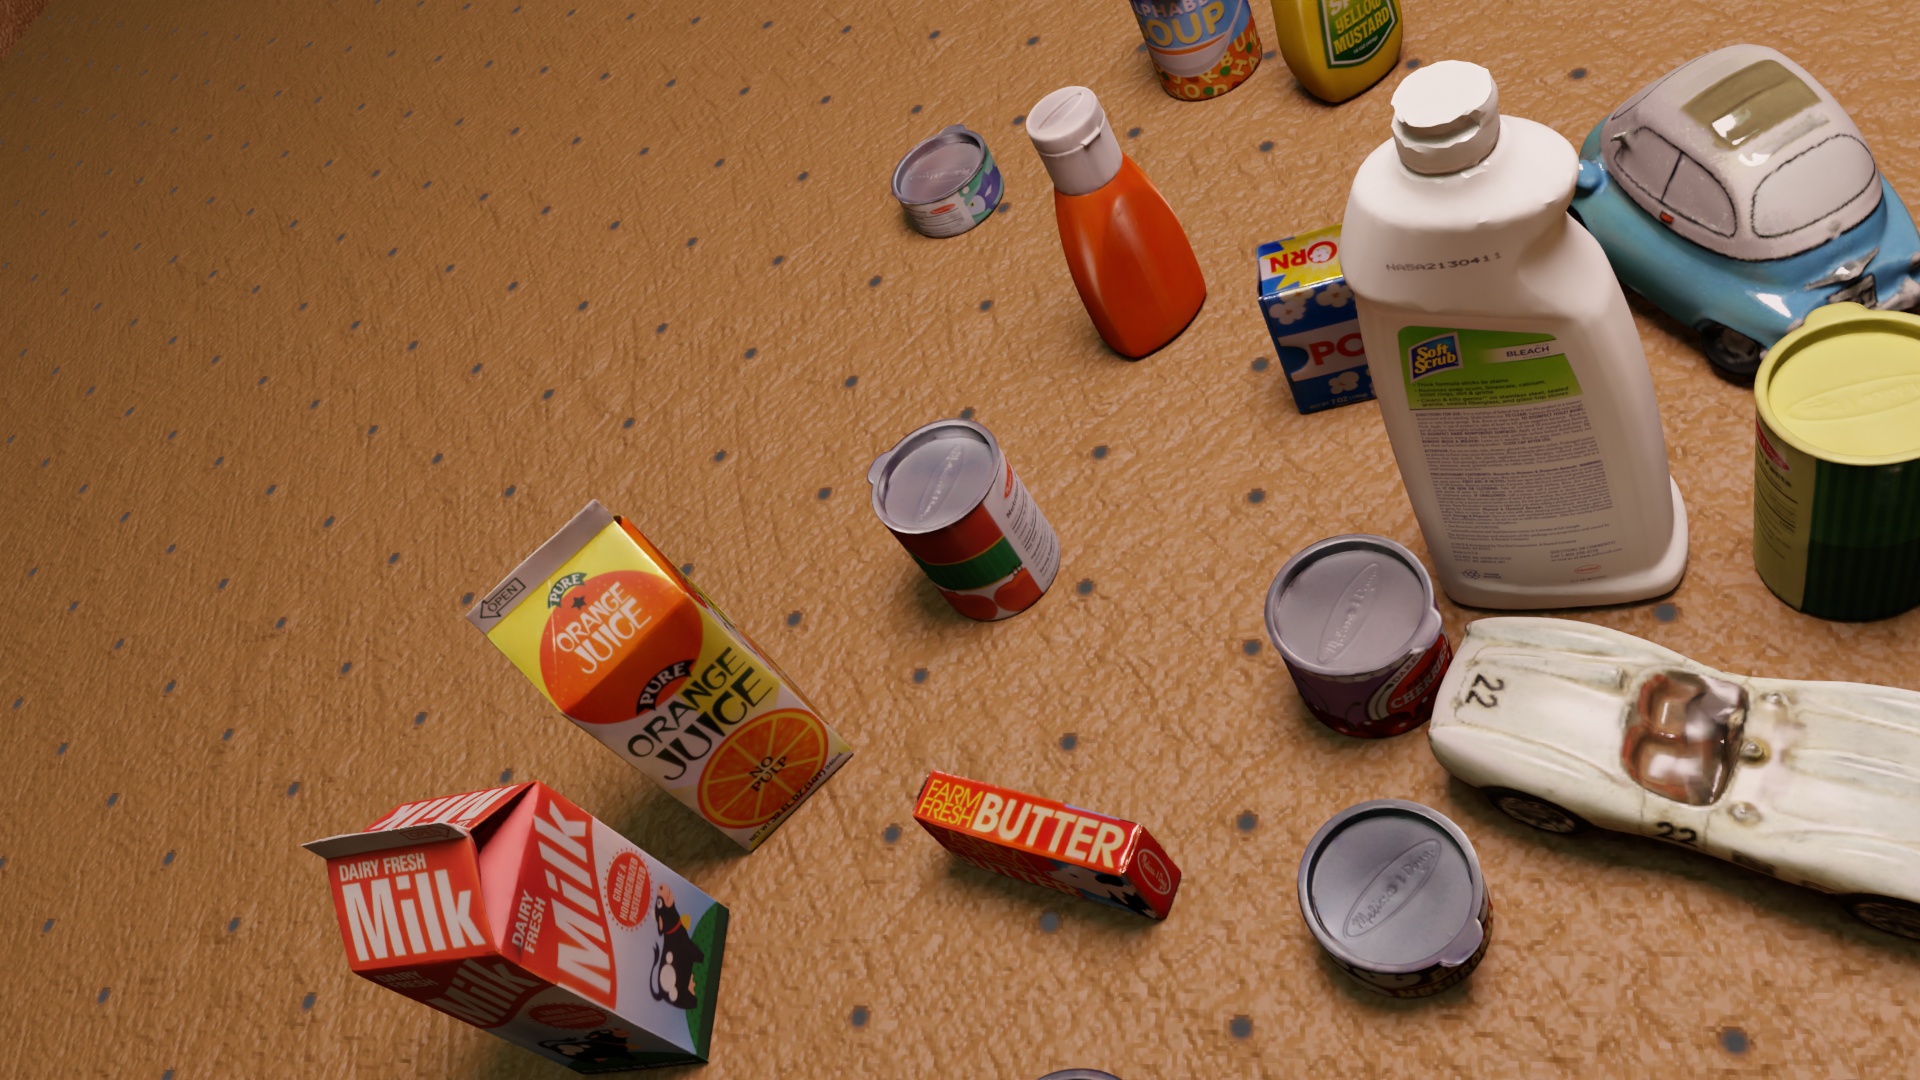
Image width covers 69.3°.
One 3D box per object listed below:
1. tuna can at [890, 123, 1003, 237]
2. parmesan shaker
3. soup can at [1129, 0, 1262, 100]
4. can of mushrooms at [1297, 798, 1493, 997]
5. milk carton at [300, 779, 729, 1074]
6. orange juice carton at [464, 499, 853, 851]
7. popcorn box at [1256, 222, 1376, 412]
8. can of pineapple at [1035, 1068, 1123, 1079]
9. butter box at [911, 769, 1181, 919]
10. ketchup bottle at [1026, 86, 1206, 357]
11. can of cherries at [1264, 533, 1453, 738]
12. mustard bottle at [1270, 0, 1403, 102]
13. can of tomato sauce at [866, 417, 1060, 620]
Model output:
[{"bbox_3d":[-0.007,-0.229,0.885,0.071,0.032,0.071,-15,51,19],"label":"tuna can"},{"bbox_3d":[0.324,-0.026,0.502,0.071,0.102,0.071,-15,51,19],"label":"parmesan shaker"},{"bbox_3d":[0.139,-0.317,0.837,0.071,0.083,0.072,-15,51,19],"label":"soup can"},{"bbox_3d":[0.163,0.135,0.516,0.071,0.033,0.071,-15,51,19],"label":"can of mushrooms"},{"bbox_3d":[-0.179,0.159,0.579,0.072,0.190,0.074,-13,51,20],"label":"milk carton"},{"bbox_3d":[-0.135,0.058,0.629,0.072,0.192,0.073,-44,47,-7],"label":"orange juice carton"},{"bbox_3d":[0.209,-0.111,0.642,0.126,0.085,0.038,-12,52,21],"label":"popcorn box"},{"bbox_3d":[0.049,0.227,0.492,0.071,0.057,0.071,-15,51,19],"label":"can of pineapple"},{"bbox_3d":[0.035,0.126,0.580,0.103,0.053,0.024,8,61,33],"label":"butter box"},{"bbox_3d":[0.078,-0.162,0.709,0.065,0.148,0.043,-44,47,-7],"label":"ketchup bottle"},{"bbox_3d":[0.166,0.041,0.568,0.071,0.058,0.072,-15,51,19],"label":"can of cherries"},{"bbox_3d":[0.196,-0.316,0.752,0.065,0.159,0.049,-36,47,0],"label":"mustard bottle"},{"bbox_3d":[0.002,-0.009,0.679,0.071,0.083,0.071,-15,51,19],"label":"can of tomato sauce"}]
